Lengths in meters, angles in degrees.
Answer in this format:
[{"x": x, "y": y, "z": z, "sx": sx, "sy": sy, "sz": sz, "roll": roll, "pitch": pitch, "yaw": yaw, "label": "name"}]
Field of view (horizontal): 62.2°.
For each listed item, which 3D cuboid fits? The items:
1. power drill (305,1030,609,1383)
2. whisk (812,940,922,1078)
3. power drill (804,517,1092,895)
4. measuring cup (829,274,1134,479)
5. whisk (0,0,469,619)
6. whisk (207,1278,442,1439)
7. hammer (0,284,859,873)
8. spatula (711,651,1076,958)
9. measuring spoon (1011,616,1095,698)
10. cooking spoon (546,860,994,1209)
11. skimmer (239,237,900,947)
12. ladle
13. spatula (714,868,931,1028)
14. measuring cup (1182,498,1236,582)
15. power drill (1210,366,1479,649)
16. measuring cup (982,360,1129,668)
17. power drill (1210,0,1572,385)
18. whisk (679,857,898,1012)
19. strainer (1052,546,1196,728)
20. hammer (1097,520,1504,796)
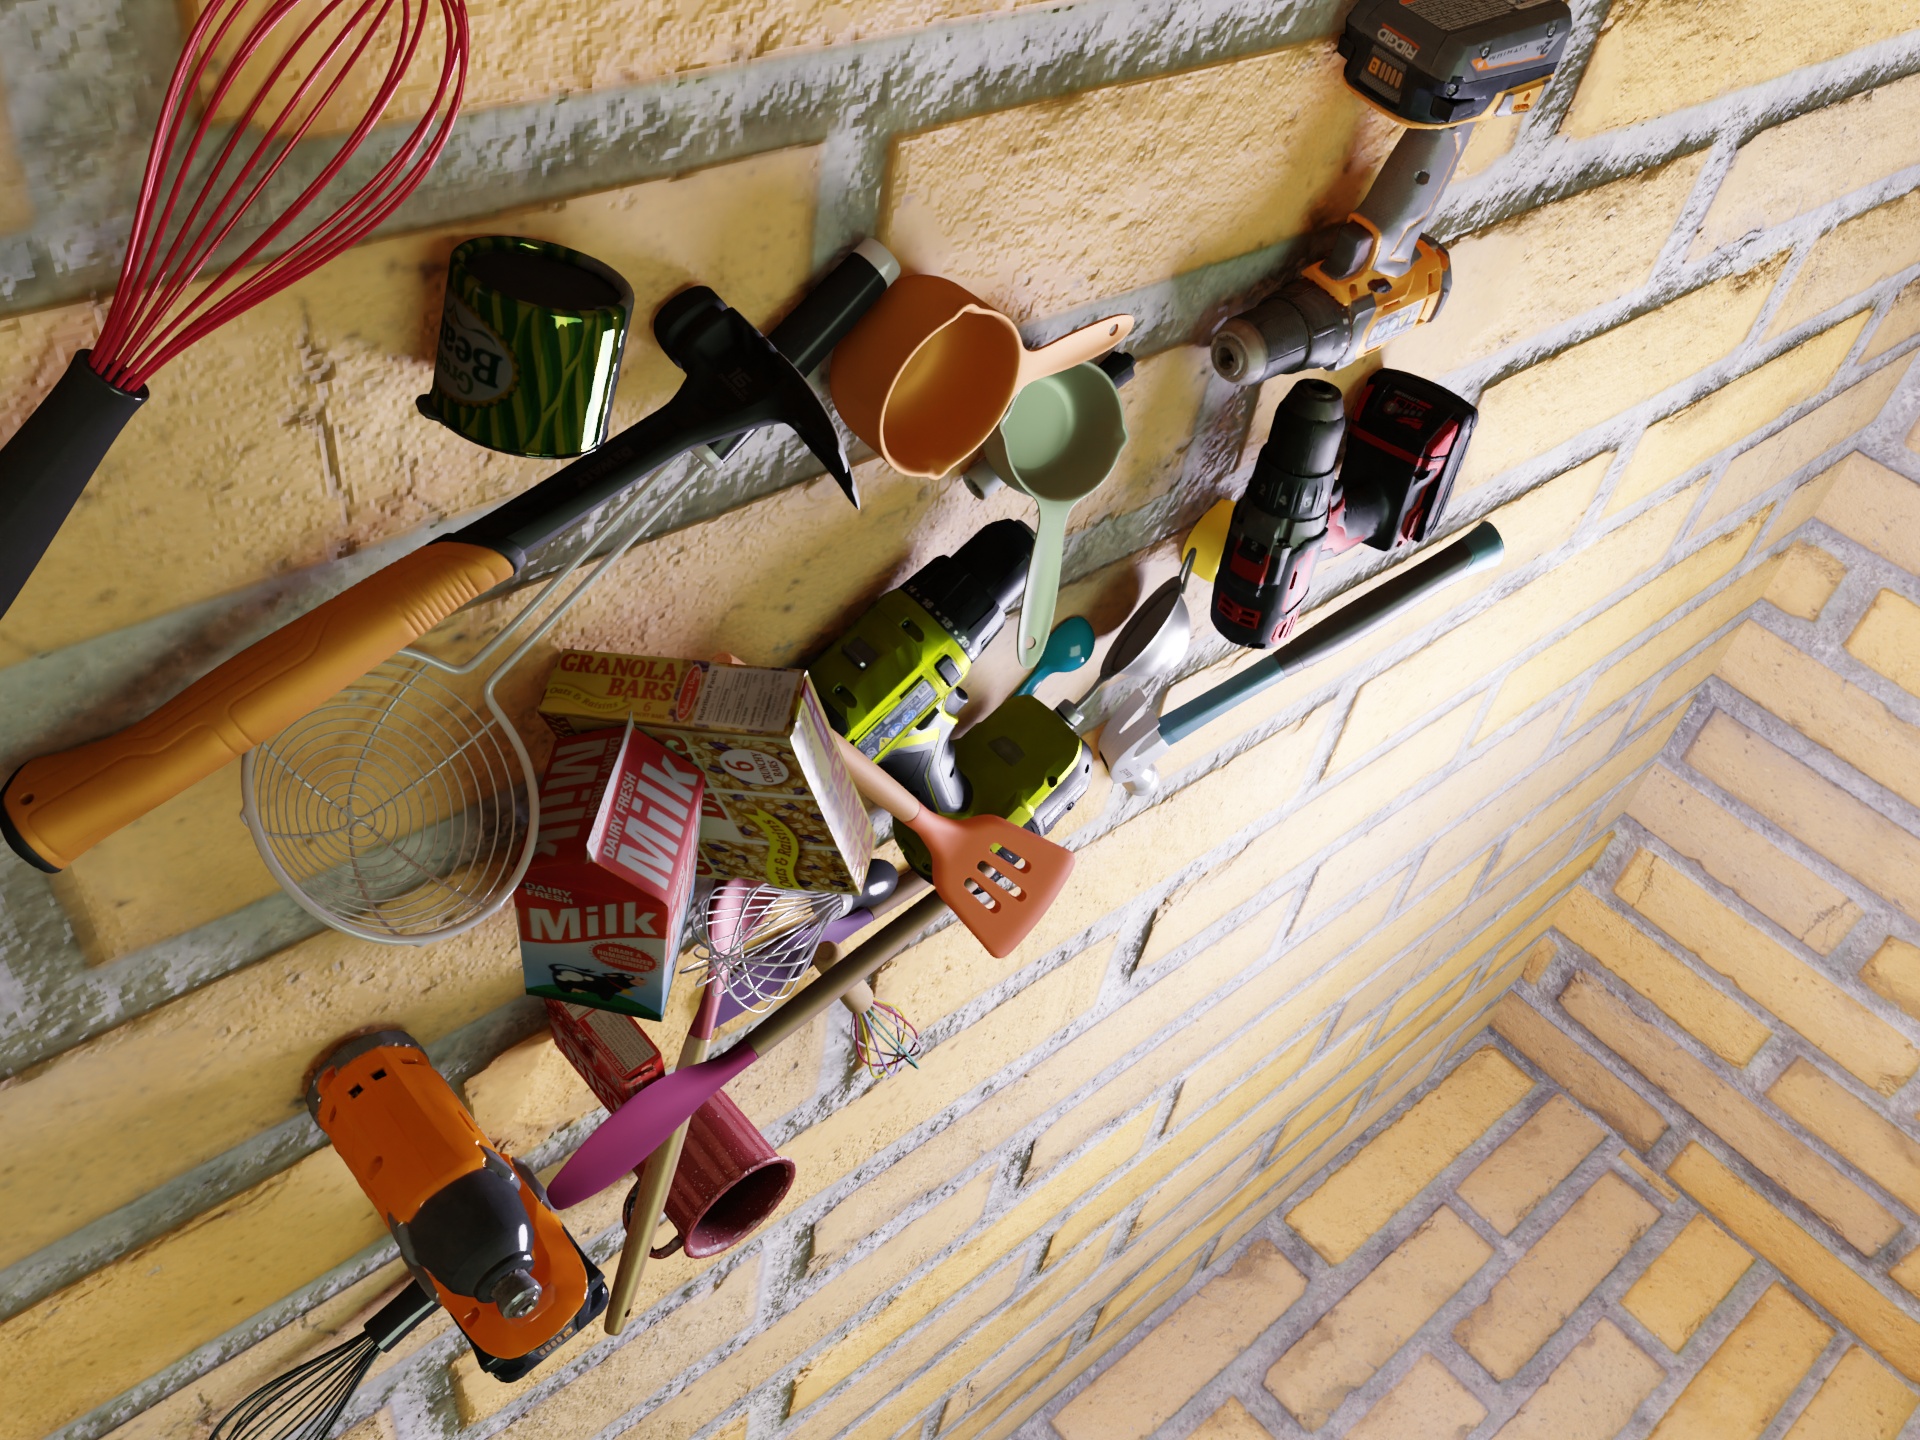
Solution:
[{"x": -0.260, "y": 0.278, "z": 0.859, "sx": 0.084, "sy": 0.164, "sz": 0.226, "roll": -36, "pitch": 151, "yaw": -22, "label": "power drill"}, {"x": -0.069, "y": 0.212, "z": 1.149, "sx": 0.047, "sy": 0.051, "sz": 0.244, "roll": -35, "pitch": 152, "yaw": -8, "label": "whisk"}, {"x": -0.002, "y": -0.003, "z": 0.949, "sx": 0.190, "sy": 0.080, "sz": 0.228, "roll": -44, "pitch": 146, "yaw": -5, "label": "power drill"}, {"x": 0.011, "y": -0.182, "z": 0.776, "sx": 0.173, "sy": 0.052, "sz": 0.095, "roll": -29, "pitch": 146, "yaw": -35, "label": "measuring cup"}, {"x": -0.251, "y": -0.122, "z": 0.492, "sx": 0.296, "sy": 0.073, "sz": 0.073, "roll": -47, "pitch": 152, "yaw": 11, "label": "whisk"}, {"x": -0.356, "y": 0.381, "z": 0.977, "sx": 0.239, "sy": 0.055, "sz": 0.055, "roll": -41, "pitch": 151, "yaw": -20, "label": "whisk"}, {"x": -0.202, "y": -0.045, "z": 0.605, "sx": 0.337, "sy": 0.127, "sz": 0.034, "roll": -35, "pitch": 147, "yaw": -11, "label": "hammer"}, {"x": -0.034, "y": 0.043, "z": 0.864, "sx": 0.081, "sy": 0.041, "sz": 0.322, "roll": -52, "pitch": 142, "yaw": -4, "label": "spatula"}, {"x": 0.050, "y": -0.013, "z": 1.066, "sx": 0.128, "sy": 0.021, "sz": 0.042, "roll": -53, "pitch": 151, "yaw": 9, "label": "measuring spoon"}, {"x": -0.100, "y": 0.173, "z": 0.912, "sx": 0.319, "sy": 0.017, "sz": 0.068, "roll": -36, "pitch": 151, "yaw": -24, "label": "cooking spoon"}, {"x": -0.143, "y": -0.068, "z": 0.664, "sx": 0.363, "sy": 0.090, "sz": 0.127, "roll": -48, "pitch": 113, "yaw": -6, "label": "skimmer"}, {"x": -0.161, "y": 0.213, "z": 0.948, "sx": 0.069, "sy": 0.031, "sz": 0.315, "roll": 19, "pitch": 88, "yaw": -65, "label": "ladle"}, {"x": -0.045, "y": 0.119, "z": 1.105, "sx": 0.316, "sy": 0.018, "sz": 0.059, "roll": -31, "pitch": 150, "yaw": -27, "label": "spatula"}, {"x": 0.221, "y": -0.140, "z": 1.134, "sx": 0.156, "sy": 0.029, "sz": 0.062, "roll": -25, "pitch": 144, "yaw": -33, "label": "measuring cup"}, {"x": 0.258, "y": -0.166, "z": 1.072, "sx": 0.227, "sy": 0.080, "sz": 0.187, "roll": -33, "pitch": 145, "yaw": -38, "label": "power drill"}, {"x": 0.040, "y": -0.113, "z": 0.858, "sx": 0.083, "sy": 0.038, "sz": 0.167, "roll": -1, "pitch": 107, "yaw": -32, "label": "measuring cup"}, {"x": 0.236, "y": -0.299, "z": 0.914, "sx": 0.185, "sy": 0.084, "sz": 0.226, "roll": -28, "pitch": 150, "yaw": -30, "label": "power drill"}, {"x": -0.088, "y": 0.112, "z": 0.945, "sx": 0.070, "sy": 0.070, "sz": 0.284, "roll": -55, "pitch": 170, "yaw": 12, "label": "whisk"}, {"x": 0.082, "y": -0.010, "z": 1.083, "sx": 0.258, "sy": 0.050, "sz": 0.087, "roll": -44, "pitch": -169, "yaw": 11, "label": "strainer"}, {"x": 0.248, "y": -0.047, "z": 1.177, "sx": 0.331, "sy": 0.033, "sz": 0.128, "roll": -31, "pitch": 155, "yaw": 10, "label": "hammer"}]
